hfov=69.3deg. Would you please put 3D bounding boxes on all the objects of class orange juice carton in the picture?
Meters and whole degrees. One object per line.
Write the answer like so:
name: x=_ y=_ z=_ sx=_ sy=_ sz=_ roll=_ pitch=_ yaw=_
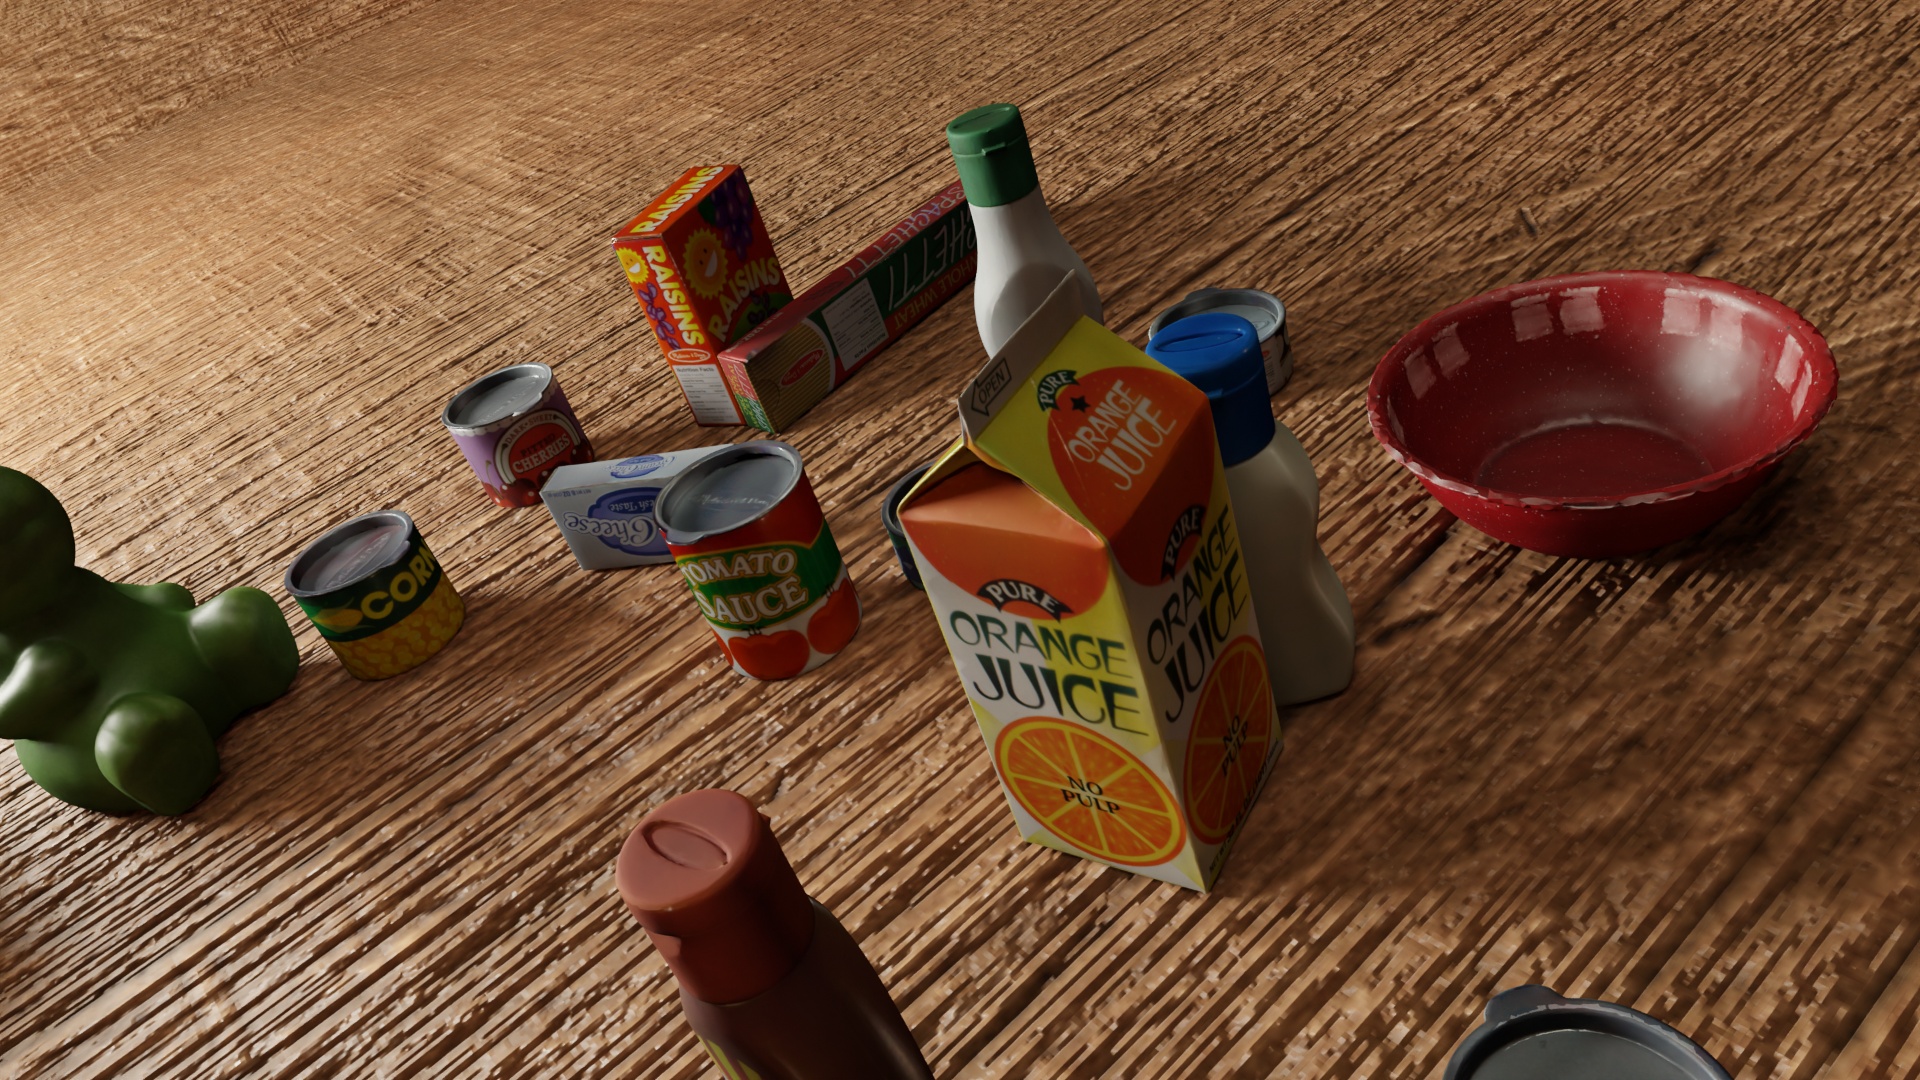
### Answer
orange juice carton: x=0.042 y=0.016 z=0.435 sx=0.073 sy=0.191 sz=0.072 roll=8 pitch=43 yaw=34

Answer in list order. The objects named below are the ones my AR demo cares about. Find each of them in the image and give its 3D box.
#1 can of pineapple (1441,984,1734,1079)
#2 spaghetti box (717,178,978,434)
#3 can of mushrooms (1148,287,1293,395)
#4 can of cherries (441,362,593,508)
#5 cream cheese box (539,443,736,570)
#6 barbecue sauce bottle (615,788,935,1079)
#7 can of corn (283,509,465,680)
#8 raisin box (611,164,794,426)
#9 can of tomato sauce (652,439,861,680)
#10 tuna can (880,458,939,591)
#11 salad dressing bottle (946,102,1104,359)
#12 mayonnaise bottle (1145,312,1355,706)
can of pineapple: x=0.147 y=0.149 z=0.321 sx=0.071 sy=0.057 sz=0.071 roll=-13 pitch=35 yaw=9
spaghetti box: x=-0.040 y=-0.153 z=0.828 sx=0.029 sy=0.050 sz=0.251 roll=17 pitch=48 yaw=41
can of mushrooms: x=0.128 y=-0.095 z=0.684 sx=0.071 sy=0.033 sz=0.071 roll=-13 pitch=35 yaw=9
can of cherries: x=-0.251 y=-0.059 z=0.795 sx=0.071 sy=0.058 sz=0.072 roll=-13 pitch=35 yaw=9
cream cheese box: x=-0.150 y=-0.015 z=0.691 sx=0.104 sy=0.053 sz=0.024 roll=-6 pitch=37 yaw=18
barbecue sauce bottle: x=-0.043 y=0.127 z=0.363 sx=0.065 sy=0.147 sz=0.044 roll=13 pitch=46 yaw=38
can of corn: x=-0.290 y=0.028 z=0.695 sx=0.071 sy=0.058 sz=0.071 roll=-13 pitch=35 yaw=9
raisin box: x=-0.138 y=-0.139 z=0.793 sx=0.040 sy=0.122 sz=0.086 roll=3 pitch=41 yaw=29
can of tomato sauce: x=-0.086 y=0.010 z=0.600 sx=0.071 sy=0.082 sz=0.071 roll=-13 pitch=35 yaw=9
tuna can: x=0.002 y=-0.008 z=0.626 sx=0.071 sy=0.032 sz=0.071 roll=-13 pitch=35 yaw=9
salad dressing bottle: x=0.031 y=-0.142 z=0.695 sx=0.064 sy=0.147 sz=0.044 roll=-19 pitch=35 yaw=1
mayonnaise bottle: x=0.096 y=-0.006 z=0.479 sx=0.065 sy=0.147 sz=0.041 roll=-8 pitch=36 yaw=16
